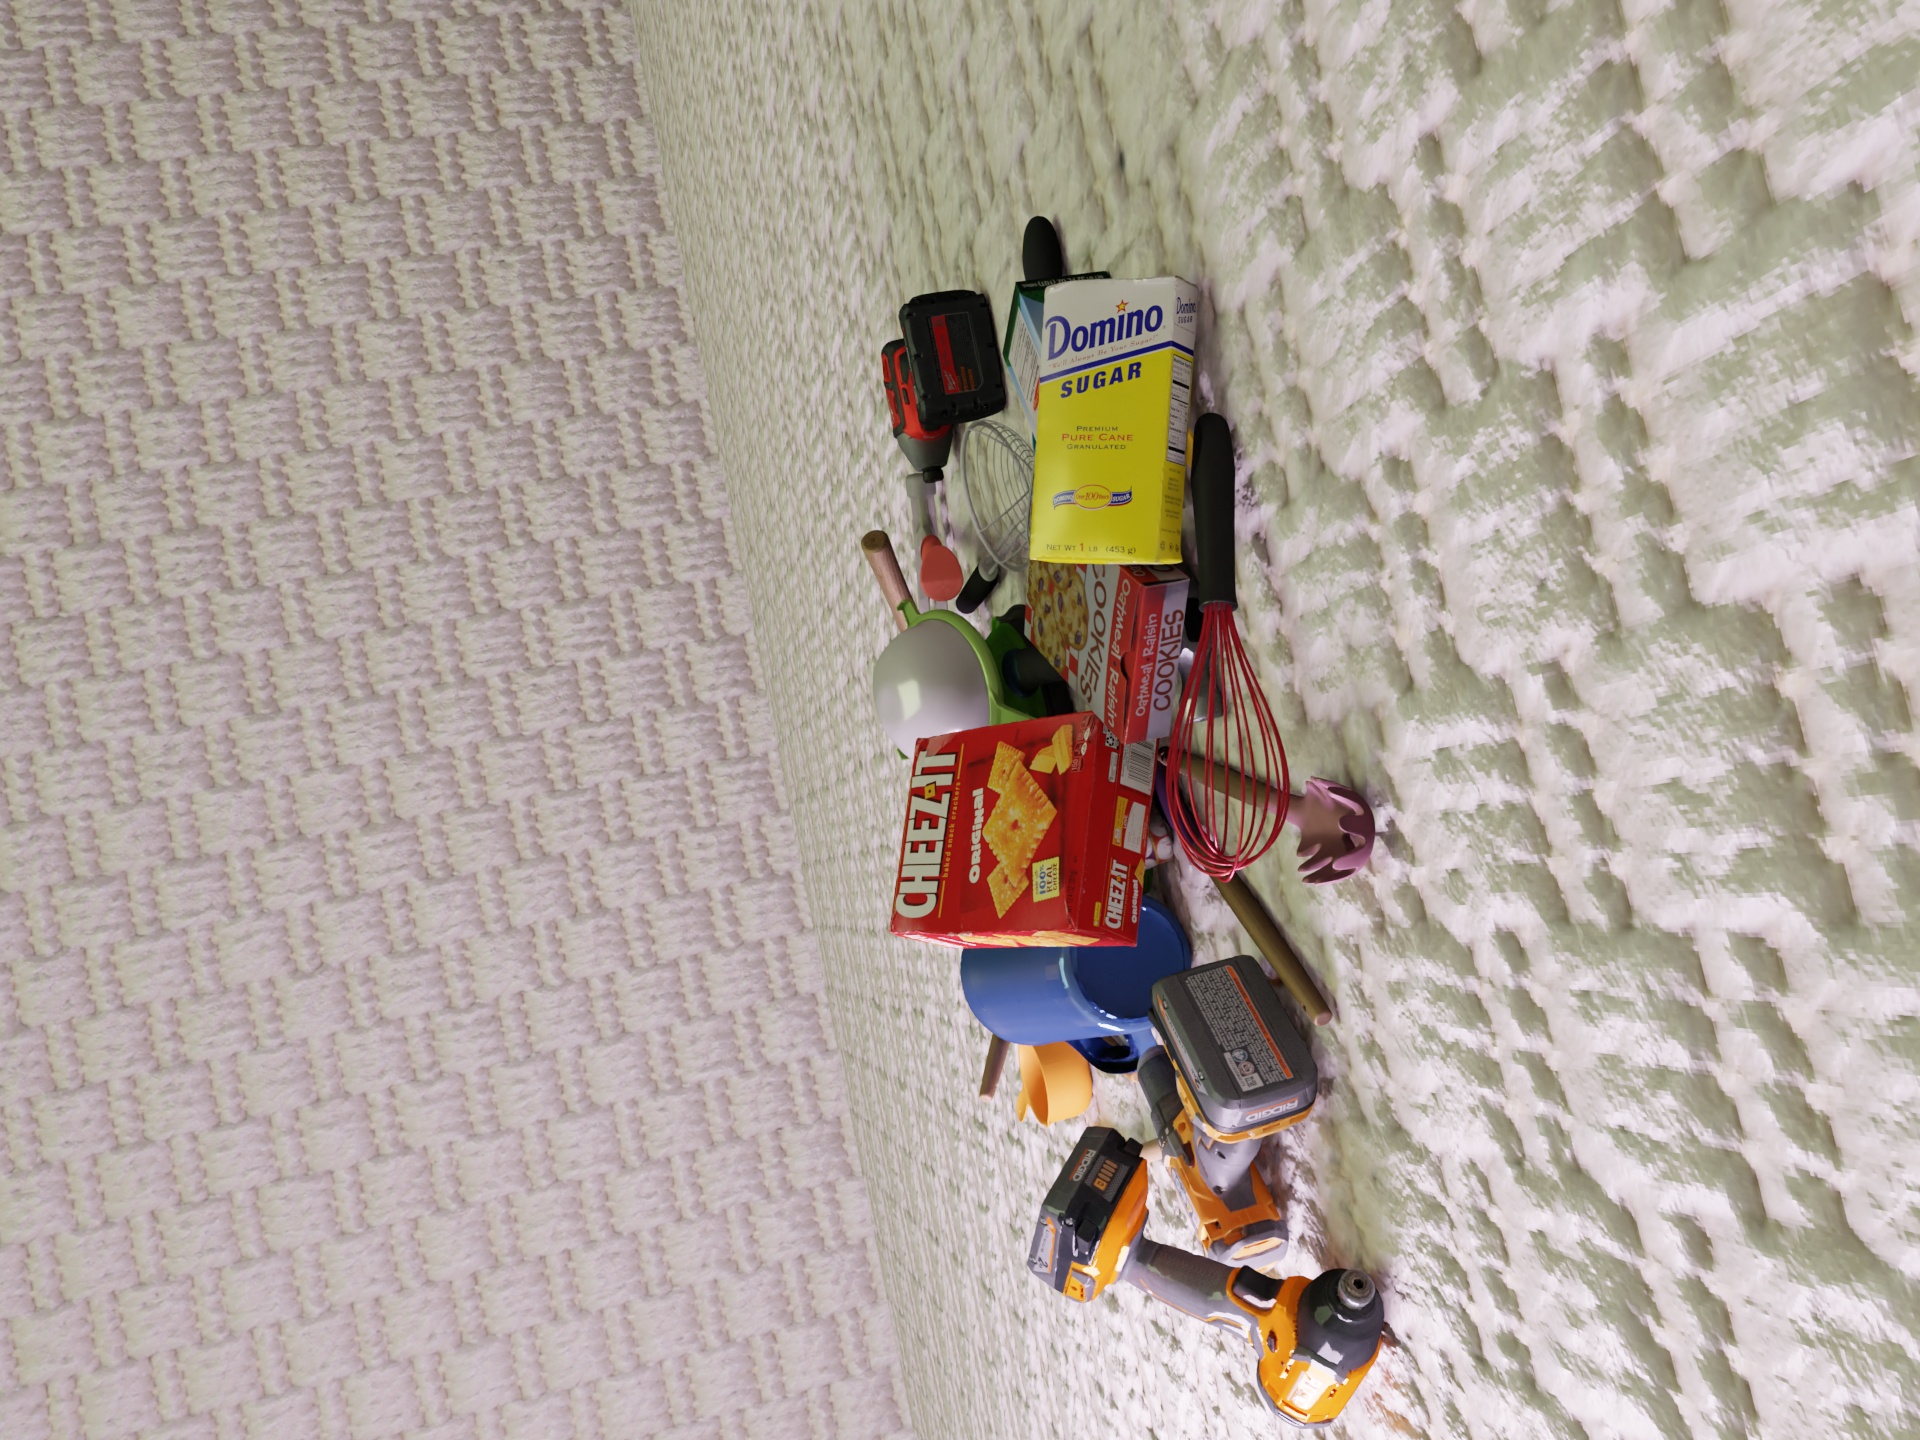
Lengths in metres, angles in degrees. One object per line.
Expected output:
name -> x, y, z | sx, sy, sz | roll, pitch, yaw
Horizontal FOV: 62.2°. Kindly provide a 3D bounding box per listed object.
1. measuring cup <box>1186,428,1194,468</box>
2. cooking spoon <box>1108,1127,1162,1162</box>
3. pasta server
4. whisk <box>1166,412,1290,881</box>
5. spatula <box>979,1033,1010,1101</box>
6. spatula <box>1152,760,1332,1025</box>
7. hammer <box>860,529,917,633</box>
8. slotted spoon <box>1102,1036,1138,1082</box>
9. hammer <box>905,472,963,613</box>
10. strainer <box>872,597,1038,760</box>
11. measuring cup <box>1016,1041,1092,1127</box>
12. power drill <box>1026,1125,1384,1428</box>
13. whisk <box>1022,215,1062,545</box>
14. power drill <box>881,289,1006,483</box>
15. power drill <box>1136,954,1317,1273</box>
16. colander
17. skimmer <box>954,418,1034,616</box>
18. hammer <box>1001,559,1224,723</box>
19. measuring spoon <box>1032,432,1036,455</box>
measuring cup -> 0.140, -0.215, 1.038 | 0.157, 0.029, 0.062 | 63, 162, 15
cooking spoon -> 0.157, 0.381, 1.396 | 0.318, 0.017, 0.069 | 116, 141, -68
pasta server -> 0.183, 0.046, 1.017 | 0.316, 0.040, 0.060 | -151, 66, -73
whisk -> 0.155, -0.049, 0.949 | 0.073, 0.073, 0.296 | 123, 149, -70
spatula -> 0.049, 0.210, 1.470 | 0.082, 0.044, 0.318 | 95, -171, -48
spatula -> 0.179, 0.104, 1.111 | 0.316, 0.018, 0.059 | -119, 14, -54
hammer -> -0.032, -0.056, 1.596 | 0.130, 0.031, 0.331 | -118, 3, -47
slotted spoon -> 0.104, 0.273, 1.511 | 0.314, 0.031, 0.070 | -146, 50, -68
hammer -> -0.025, -0.147, 1.516 | 0.359, 0.036, 0.149 | -105, 9, -76
strainer -> -0.002, -0.004, 1.335 | 0.257, 0.069, 0.151 | 24, 118, 51
measuring cup -> 0.090, 0.365, 1.583 | 0.173, 0.052, 0.095 | 101, 154, -60
power drill -> 0.164, 0.360, 1.038 | 0.226, 0.084, 0.164 | 26, 140, 17
whisk -> 0.072, -0.242, 1.209 | 0.070, 0.070, 0.284 | 171, 93, -76
power drill -> -0.025, -0.309, 1.494 | 0.219, 0.078, 0.143 | 165, 94, -79
power drill -> 0.176, 0.262, 1.123 | 0.186, 0.084, 0.226 | -115, 15, -45
colander -> 0.054, 0.038, 1.391 | 0.398, 0.094, 0.204 | -123, 26, -57
skimmer -> 0.010, -0.155, 1.430 | 0.363, 0.090, 0.127 | 130, 134, -73
hammer -> 0.103, -0.052, 1.212 | 0.331, 0.033, 0.128 | 168, 92, -70
measuring spoon -> 0.074, -0.270, 1.265 | 0.042, 0.021, 0.128 | -147, 57, -72
